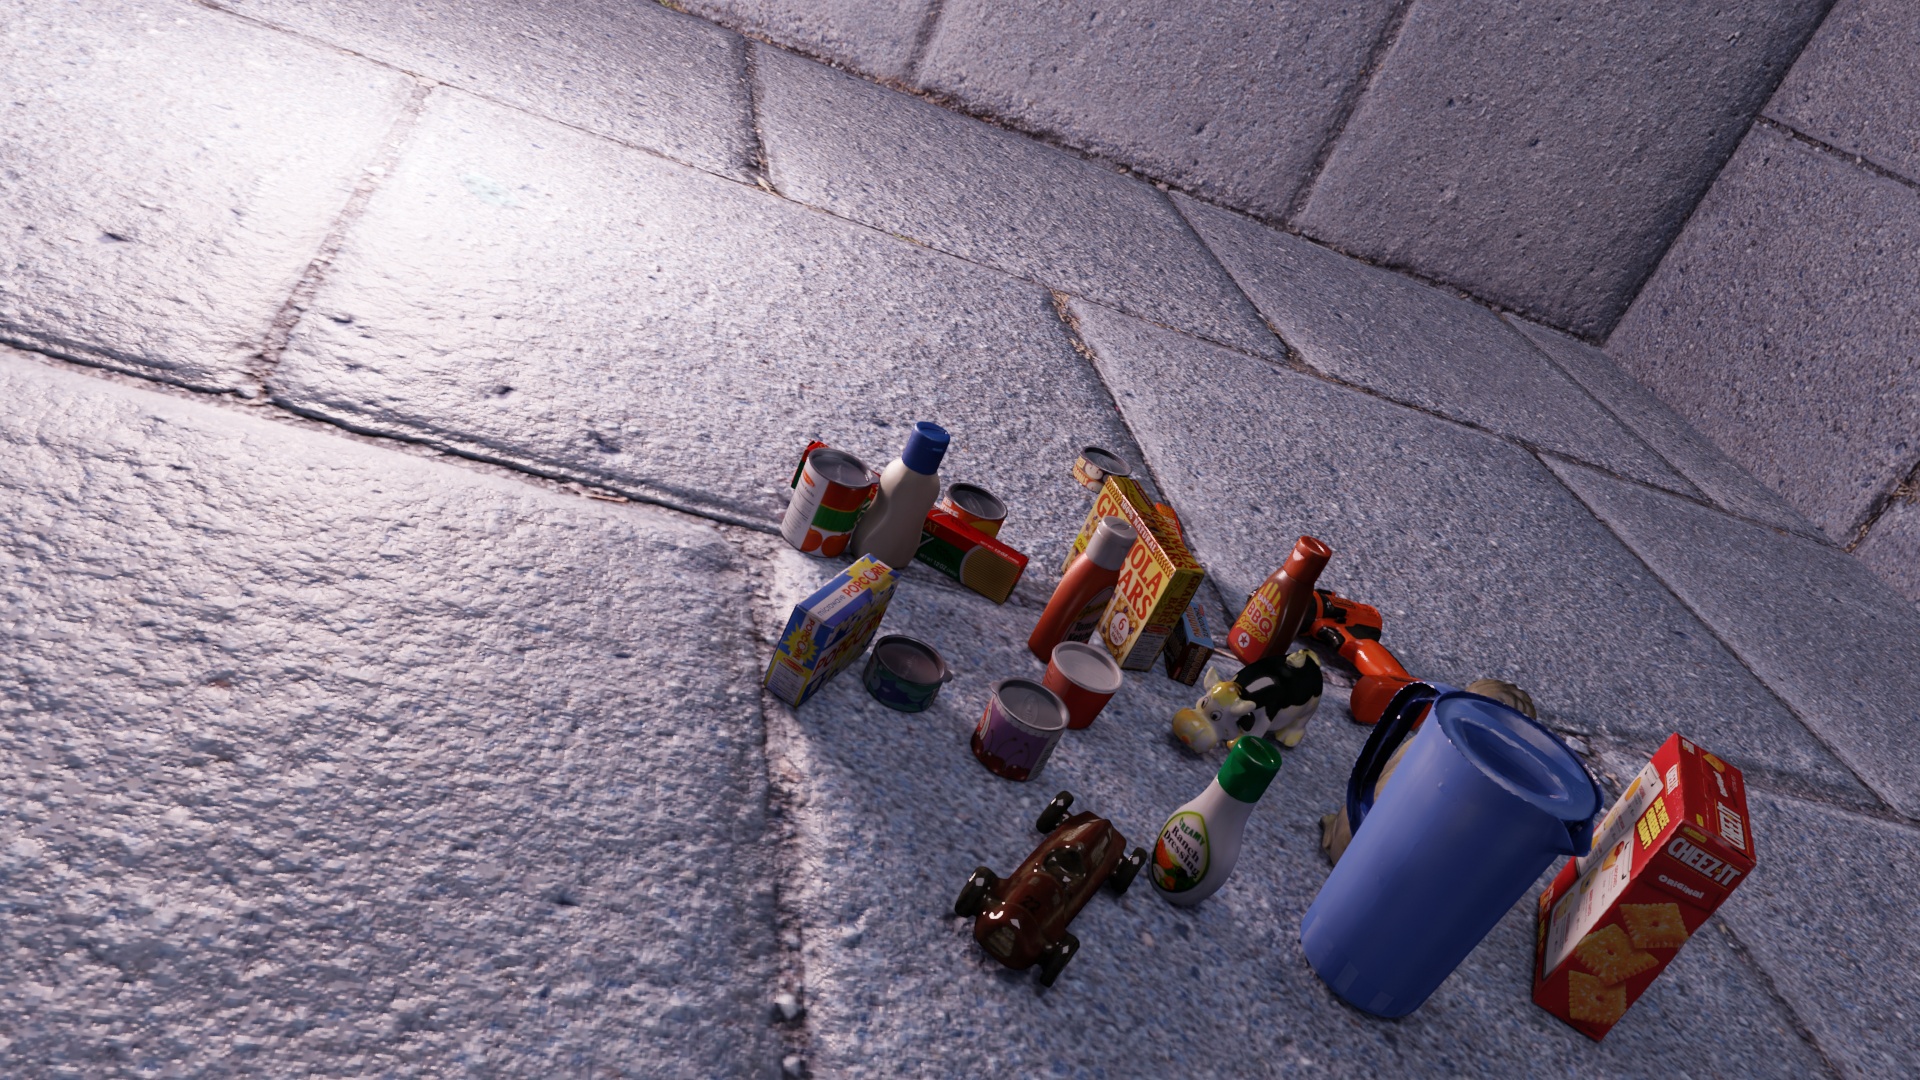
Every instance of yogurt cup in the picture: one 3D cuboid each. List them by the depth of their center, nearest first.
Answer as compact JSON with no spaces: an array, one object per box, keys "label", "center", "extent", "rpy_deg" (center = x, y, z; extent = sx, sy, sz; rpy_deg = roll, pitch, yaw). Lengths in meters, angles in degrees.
[{"label":"yogurt cup","center":[0.104,0.131,1.240],"extent":[0.072,0.053,0.073],"rpy_deg":[19,28,-11]}]

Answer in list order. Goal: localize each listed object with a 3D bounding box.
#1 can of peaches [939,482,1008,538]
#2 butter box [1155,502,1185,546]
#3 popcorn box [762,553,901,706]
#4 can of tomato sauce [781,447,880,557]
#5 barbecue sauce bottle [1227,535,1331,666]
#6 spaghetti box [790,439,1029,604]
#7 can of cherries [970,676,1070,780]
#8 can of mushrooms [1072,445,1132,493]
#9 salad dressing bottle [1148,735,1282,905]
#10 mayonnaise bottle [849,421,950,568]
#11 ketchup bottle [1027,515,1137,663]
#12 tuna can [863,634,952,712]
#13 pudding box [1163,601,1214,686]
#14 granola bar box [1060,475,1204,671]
[{"label":"can of peaches","center":[0.005,-0.018,1.415],"extent":[0.071,0.057,0.071],"rpy_deg":[19,28,-11]},{"label":"butter box","center":[0.226,0.005,1.559],"extent":[0.024,0.053,0.104],"rpy_deg":[19,28,-11]},{"label":"popcorn box","center":[-0.104,0.072,1.141],"extent":[0.038,0.084,0.127],"rpy_deg":[31,28,12]},{"label":"can of tomato sauce","center":[-0.124,-0.035,1.313],"extent":[0.071,0.082,0.071],"rpy_deg":[19,28,-11]},{"label":"barbecue sauce bottle","center":[0.334,0.064,1.441],"extent":[0.044,0.147,0.065],"rpy_deg":[7,32,-31]},{"label":"spaghetti box","center":[-0.053,-0.019,1.378],"extent":[0.250,0.050,0.029],"rpy_deg":[29,28,8]},{"label":"can of cherries","center":[0.047,0.155,1.149],"extent":[0.071,0.058,0.072],"rpy_deg":[19,28,-11]},{"label":"can of mushrooms","center":[0.170,-0.086,1.693],"extent":[0.071,0.033,0.071],"rpy_deg":[19,28,-11]},{"label":"salad dressing bottle","center":[0.197,0.215,1.069],"extent":[0.044,0.147,0.064],"rpy_deg":[3,35,-37]},{"label":"mayonnaise bottle","center":[-0.052,-0.042,1.314],"extent":[0.065,0.147,0.041],"rpy_deg":[5,33,-33]},{"label":"ketchup bottle","center":[0.117,0.046,1.297],"extent":[0.065,0.148,0.043],"rpy_deg":[-8,42,-47]},{"label":"tuna can","center":[-0.045,0.113,1.174],"extent":[0.071,0.032,0.071],"rpy_deg":[19,28,-11]},{"label":"pudding box","center":[0.228,0.101,1.398],"extent":[0.030,0.049,0.084],"rpy_deg":[20,28,-10]},{"label":"granola bar box","center":[0.170,0.031,1.392],"extent":[0.039,0.123,0.166],"rpy_deg":[10,31,-27]}]
